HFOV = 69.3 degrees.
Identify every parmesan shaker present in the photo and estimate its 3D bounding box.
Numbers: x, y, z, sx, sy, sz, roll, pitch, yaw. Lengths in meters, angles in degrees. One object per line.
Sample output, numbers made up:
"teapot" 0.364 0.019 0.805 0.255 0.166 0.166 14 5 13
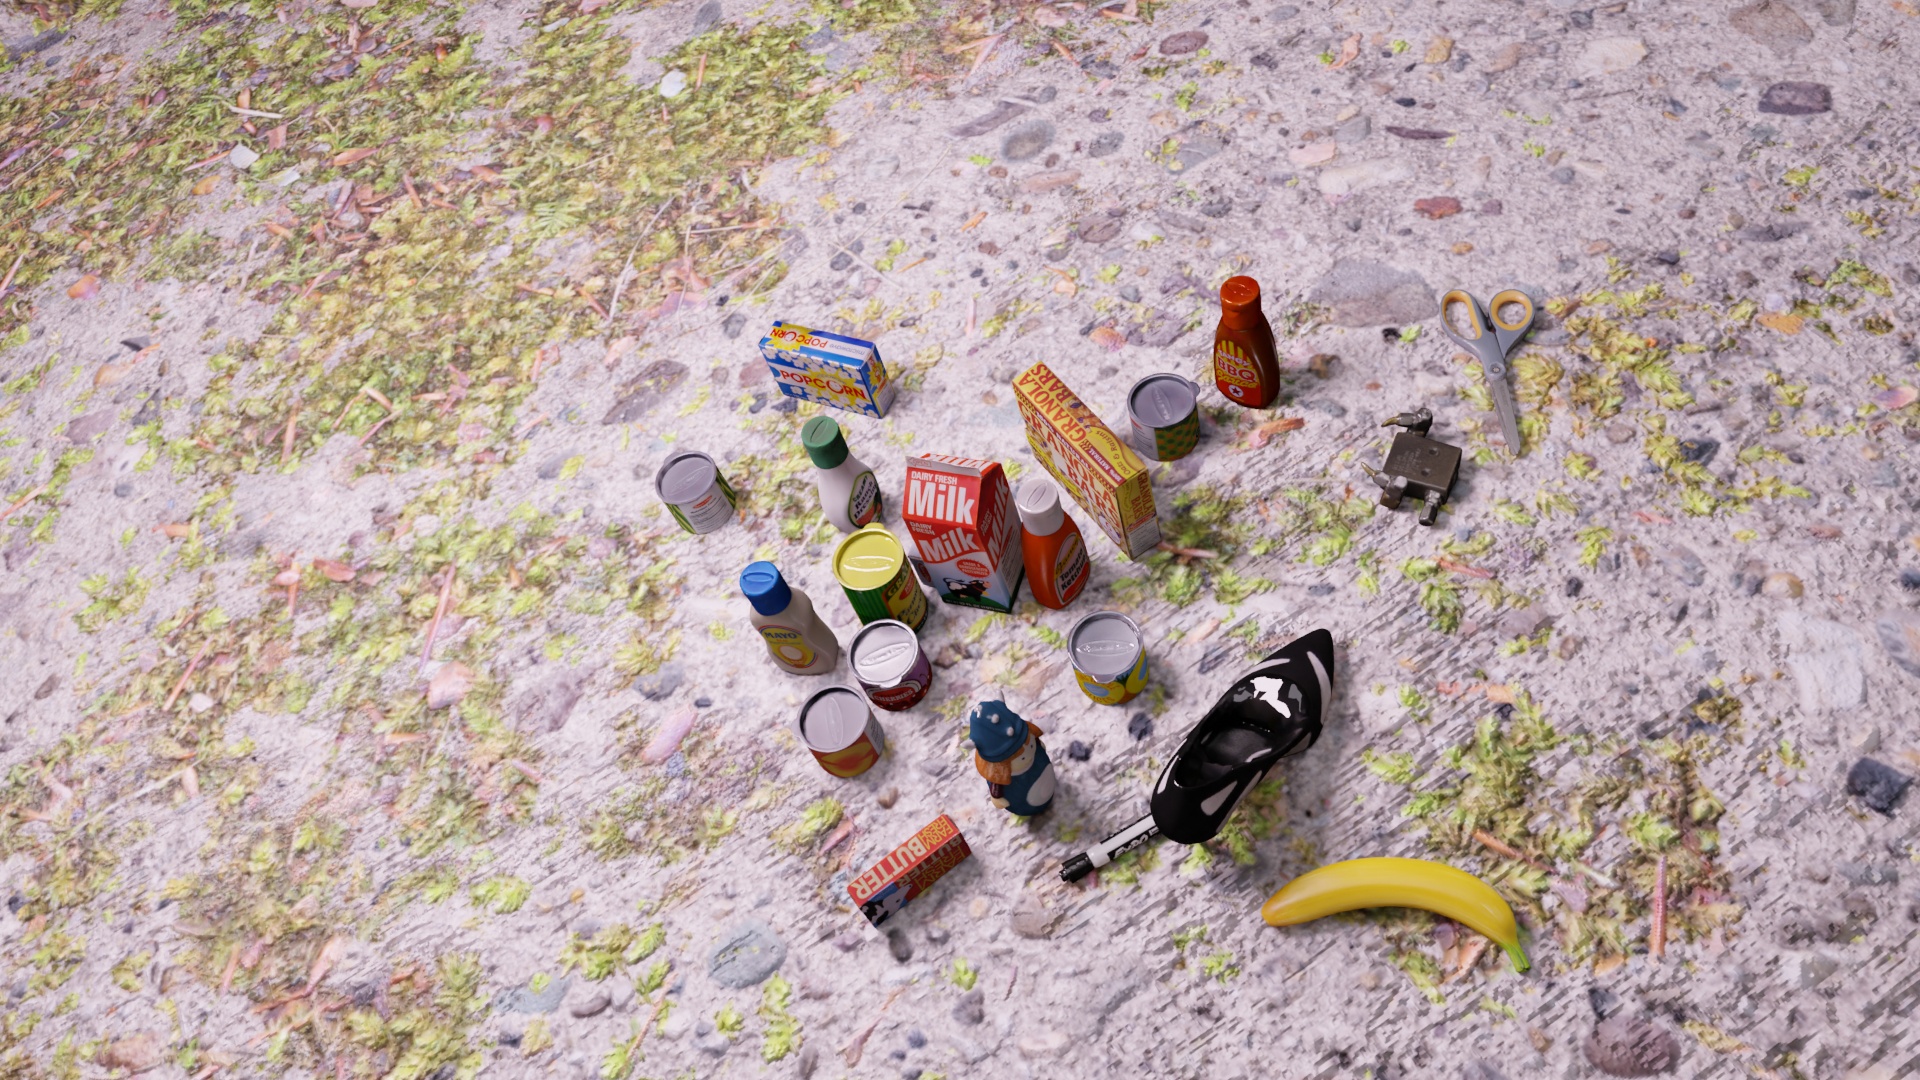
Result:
"parmesan shaker" -0.071 0.041 1.280 0.071 0.102 0.071 -7 56 10

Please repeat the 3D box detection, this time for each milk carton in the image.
"milk carton" 0.004 -0.016 1.245 0.072 0.189 0.074 10 61 20

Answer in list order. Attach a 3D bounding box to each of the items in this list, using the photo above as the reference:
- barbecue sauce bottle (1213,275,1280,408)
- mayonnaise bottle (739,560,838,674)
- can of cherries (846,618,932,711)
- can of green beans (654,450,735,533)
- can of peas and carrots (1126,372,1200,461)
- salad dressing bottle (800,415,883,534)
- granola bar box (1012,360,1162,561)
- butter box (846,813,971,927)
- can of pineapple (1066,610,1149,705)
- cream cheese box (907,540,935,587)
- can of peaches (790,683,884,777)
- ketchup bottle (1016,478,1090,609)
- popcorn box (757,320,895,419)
"barbecue sauce bottle" 0.269 -0.188 1.316 0.065 0.148 0.044 29 69 29
"mayonnaise bottle" -0.159 0.071 1.256 0.065 0.147 0.041 1 58 15
"can of cherries" -0.063 0.116 1.256 0.071 0.058 0.072 -7 56 10
"can of green beans" -0.270 -0.049 1.419 0.071 0.057 0.071 -7 56 10
"can of peas and carrots" 0.199 -0.120 1.343 0.071 0.058 0.071 -7 56 10
"salad dressing bottle" -0.115 -0.062 1.332 0.044 0.147 0.064 18 64 24
"granola bar box" 0.117 -0.074 1.294 0.039 0.123 0.166 -34 56 -8
"butter box" -0.042 0.273 1.150 0.104 0.053 0.024 -36 56 -10
"can of pineapple" 0.129 0.105 1.214 0.071 0.057 0.071 -7 56 10
"cream cheese box" -0.019 -0.012 1.332 0.024 0.053 0.104 9 60 20
"can of peaches" -0.108 0.170 1.232 0.071 0.057 0.071 -7 56 10
"ketchup bottle" 0.080 0.000 1.240 0.043 0.148 0.065 26 67 27
"popcorn box" -0.139 -0.179 1.454 0.127 0.085 0.038 16 63 23
